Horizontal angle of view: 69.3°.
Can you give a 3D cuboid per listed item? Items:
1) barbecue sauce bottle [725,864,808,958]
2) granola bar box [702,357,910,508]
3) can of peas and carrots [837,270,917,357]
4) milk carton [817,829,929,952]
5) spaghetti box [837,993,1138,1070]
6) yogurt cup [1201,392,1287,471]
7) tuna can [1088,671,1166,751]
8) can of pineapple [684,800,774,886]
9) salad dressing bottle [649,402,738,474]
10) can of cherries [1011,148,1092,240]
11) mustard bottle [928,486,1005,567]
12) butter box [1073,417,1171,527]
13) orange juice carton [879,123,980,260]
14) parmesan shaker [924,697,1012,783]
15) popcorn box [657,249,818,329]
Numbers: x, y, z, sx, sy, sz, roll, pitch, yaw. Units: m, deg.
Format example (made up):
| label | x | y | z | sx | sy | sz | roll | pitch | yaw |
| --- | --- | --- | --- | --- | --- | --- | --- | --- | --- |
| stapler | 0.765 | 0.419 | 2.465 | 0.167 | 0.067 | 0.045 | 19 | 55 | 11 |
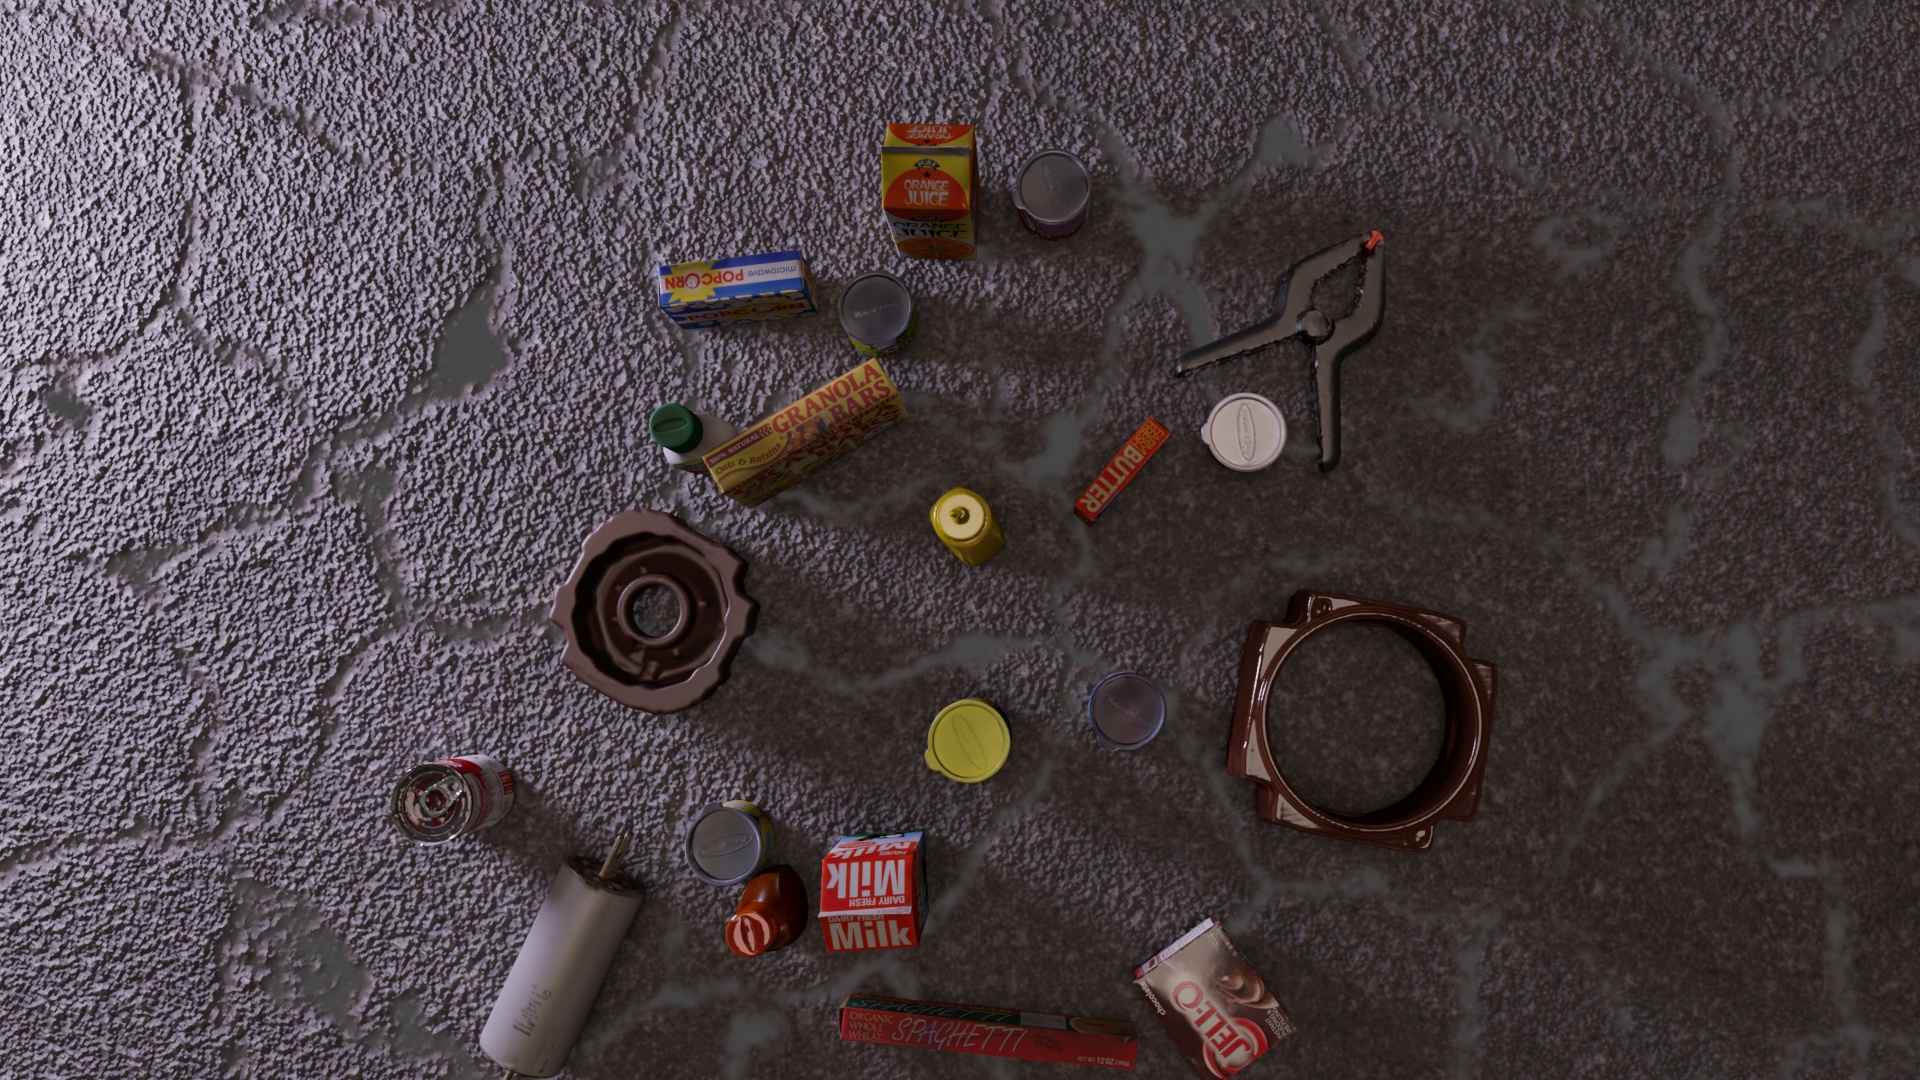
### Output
| label | x | y | z | sx | sy | sz | roll | pitch | yaw |
| --- | --- | --- | --- | --- | --- | --- | --- | --- | --- |
| barbecue sauce bottle | -0.158 | 0.308 | 1.138 | 0.044 | 0.148 | 0.065 | -15 | 85 | 2 |
| granola bar box | -0.128 | -0.090 | 1.185 | 0.165 | 0.124 | 0.039 | -30 | 85 | 0 |
| can of peas and carrots | -0.071 | -0.196 | 1.225 | 0.071 | 0.058 | 0.071 | 0 | 85 | 3 |
| milk carton | -0.067 | 0.282 | 1.115 | 0.072 | 0.190 | 0.073 | -4 | 85 | 3 |
| spaghetti box | 0.022 | 0.412 | 1.170 | 0.250 | 0.050 | 0.028 | 5 | 86 | 3 |
| yogurt cup | 0.244 | -0.090 | 1.203 | 0.072 | 0.054 | 0.072 | 0 | 85 | 3 |
| tuna can | 0.142 | 0.148 | 1.197 | 0.071 | 0.033 | 0.071 | 0 | 85 | 3 |
| can of pineapple | -0.197 | 0.256 | 1.190 | 0.071 | 0.058 | 0.071 | 0 | 85 | 3 |
| salad dressing bottle | -0.228 | -0.086 | 1.177 | 0.064 | 0.147 | 0.044 | -11 | 85 | 2 |
| can of cherries | 0.080 | -0.304 | 1.228 | 0.071 | 0.058 | 0.071 | 0 | 85 | 3 |
| mustard bottle | 0.004 | -0.014 | 1.154 | 0.049 | 0.160 | 0.065 | -41 | 85 | -1 |
| butter box | 0.139 | -0.059 | 1.206 | 0.024 | 0.053 | 0.103 | 41 | 88 | 5 |
| orange juice carton | -0.023 | -0.296 | 1.164 | 0.072 | 0.192 | 0.073 | 3 | 86 | 3 |
| parmesan shaker | 0.007 | 0.167 | 1.166 | 0.071 | 0.103 | 0.071 | 0 | 85 | 3 |
| popcorn box | -0.193 | -0.219 | 1.219 | 0.127 | 0.085 | 0.038 | -6 | 85 | 2 |
